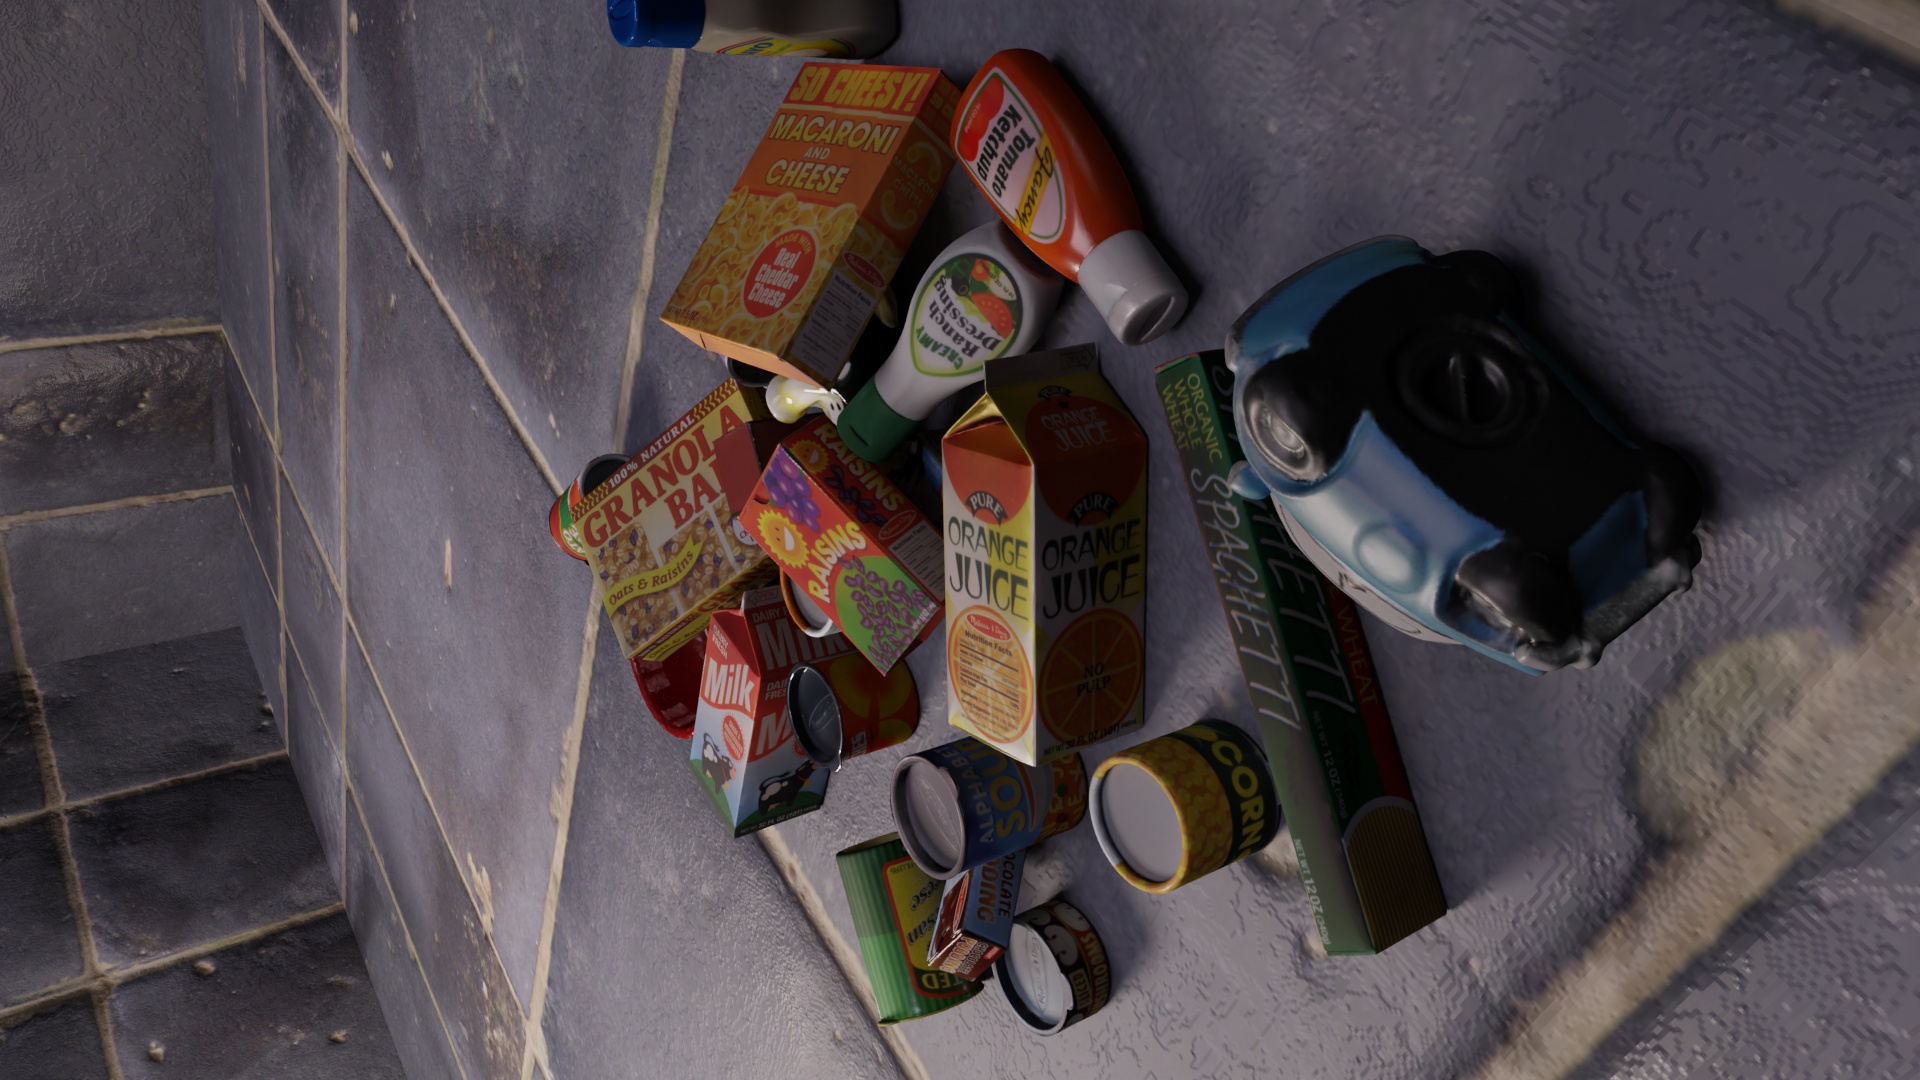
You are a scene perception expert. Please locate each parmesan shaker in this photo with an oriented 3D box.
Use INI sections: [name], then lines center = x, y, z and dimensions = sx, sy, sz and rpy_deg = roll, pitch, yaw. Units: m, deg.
[parmesan shaker]
center = -0.034, 0.232, 0.846
dimensions = 0.071, 0.071, 0.103
rpy_deg = -26, 79, 54

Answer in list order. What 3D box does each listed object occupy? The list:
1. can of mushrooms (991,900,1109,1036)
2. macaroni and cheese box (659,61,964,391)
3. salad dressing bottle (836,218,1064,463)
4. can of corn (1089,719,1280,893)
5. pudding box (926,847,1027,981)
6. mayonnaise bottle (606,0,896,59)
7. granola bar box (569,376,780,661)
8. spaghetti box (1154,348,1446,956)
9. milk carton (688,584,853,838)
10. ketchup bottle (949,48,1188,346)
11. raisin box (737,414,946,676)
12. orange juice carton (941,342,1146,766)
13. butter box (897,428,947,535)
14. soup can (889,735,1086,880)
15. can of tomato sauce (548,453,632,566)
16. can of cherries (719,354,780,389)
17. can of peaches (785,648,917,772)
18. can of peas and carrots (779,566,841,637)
[can of mushrooms]
center = 0.050, 0.235, 0.764
dimensions = 0.071, 0.033, 0.070
rpy_deg = 21, 116, 51
[macaroni and cheese box]
center = -0.076, -0.170, 0.734
dimensions = 0.124, 0.040, 0.166
rpy_deg = 23, 82, 46
[salad dressing bottle]
center = -0.009, -0.097, 0.706
dimensions = 0.064, 0.044, 0.147
rpy_deg = 46, 125, 1
[can of corn]
center = 0.103, 0.121, 0.634
dimensions = 0.071, 0.058, 0.071
rpy_deg = 22, 118, 50
[pudding box]
center = 0.011, 0.194, 0.768
dimensions = 0.049, 0.030, 0.084
rpy_deg = -56, 13, 45
[mayonnaise bottle]
center = -0.109, -0.276, 0.731
dimensions = 0.065, 0.148, 0.041
rpy_deg = 7, 106, 54
[granola bar box]
center = -0.178, -0.013, 0.939
dimensions = 0.165, 0.039, 0.124
rpy_deg = -35, 68, 21
[spaghetti box]
center = 0.138, 0.040, 0.568
dimensions = 0.028, 0.050, 0.250
rpy_deg = -22, 82, 53
[milk carton]
center = -0.127, 0.103, 0.937
dimensions = 0.073, 0.072, 0.189
rpy_deg = 46, 134, 37
[ketchup bottle]
center = 0.051, -0.155, 0.636
dimensions = 0.149, 0.044, 0.064
rpy_deg = 59, 139, 24
[raisin box]
center = -0.059, 0.004, 0.761
dimensions = 0.123, 0.040, 0.085
rpy_deg = 46, 142, 7
[orange juice carton]
center = 0.040, 0.003, 0.674
dimensions = 0.073, 0.072, 0.192
rpy_deg = 19, 115, 51
[butter box]
center = 0.003, -0.010, 0.763
dimensions = 0.104, 0.024, 0.052
rpy_deg = 51, 138, 32
[soup can]
center = 0.016, 0.133, 0.736
dimensions = 0.071, 0.084, 0.071
rpy_deg = 21, 117, 50
[can of tomato sauce]
center = -0.292, -0.024, 1.133
dimensions = 0.082, 0.071, 0.071
rpy_deg = -32, 74, 53
[can of cherries]
center = -0.127, -0.138, 0.870
dimensions = 0.058, 0.072, 0.071
rpy_deg = 57, 140, 27
[can of peaches]
center = -0.067, 0.104, 0.866
dimensions = 0.071, 0.058, 0.071
rpy_deg = 21, 116, 49
[can of peas and carrots]
center = -0.070, 0.019, 0.844
dimensions = 0.071, 0.059, 0.070
rpy_deg = 21, 116, 50
